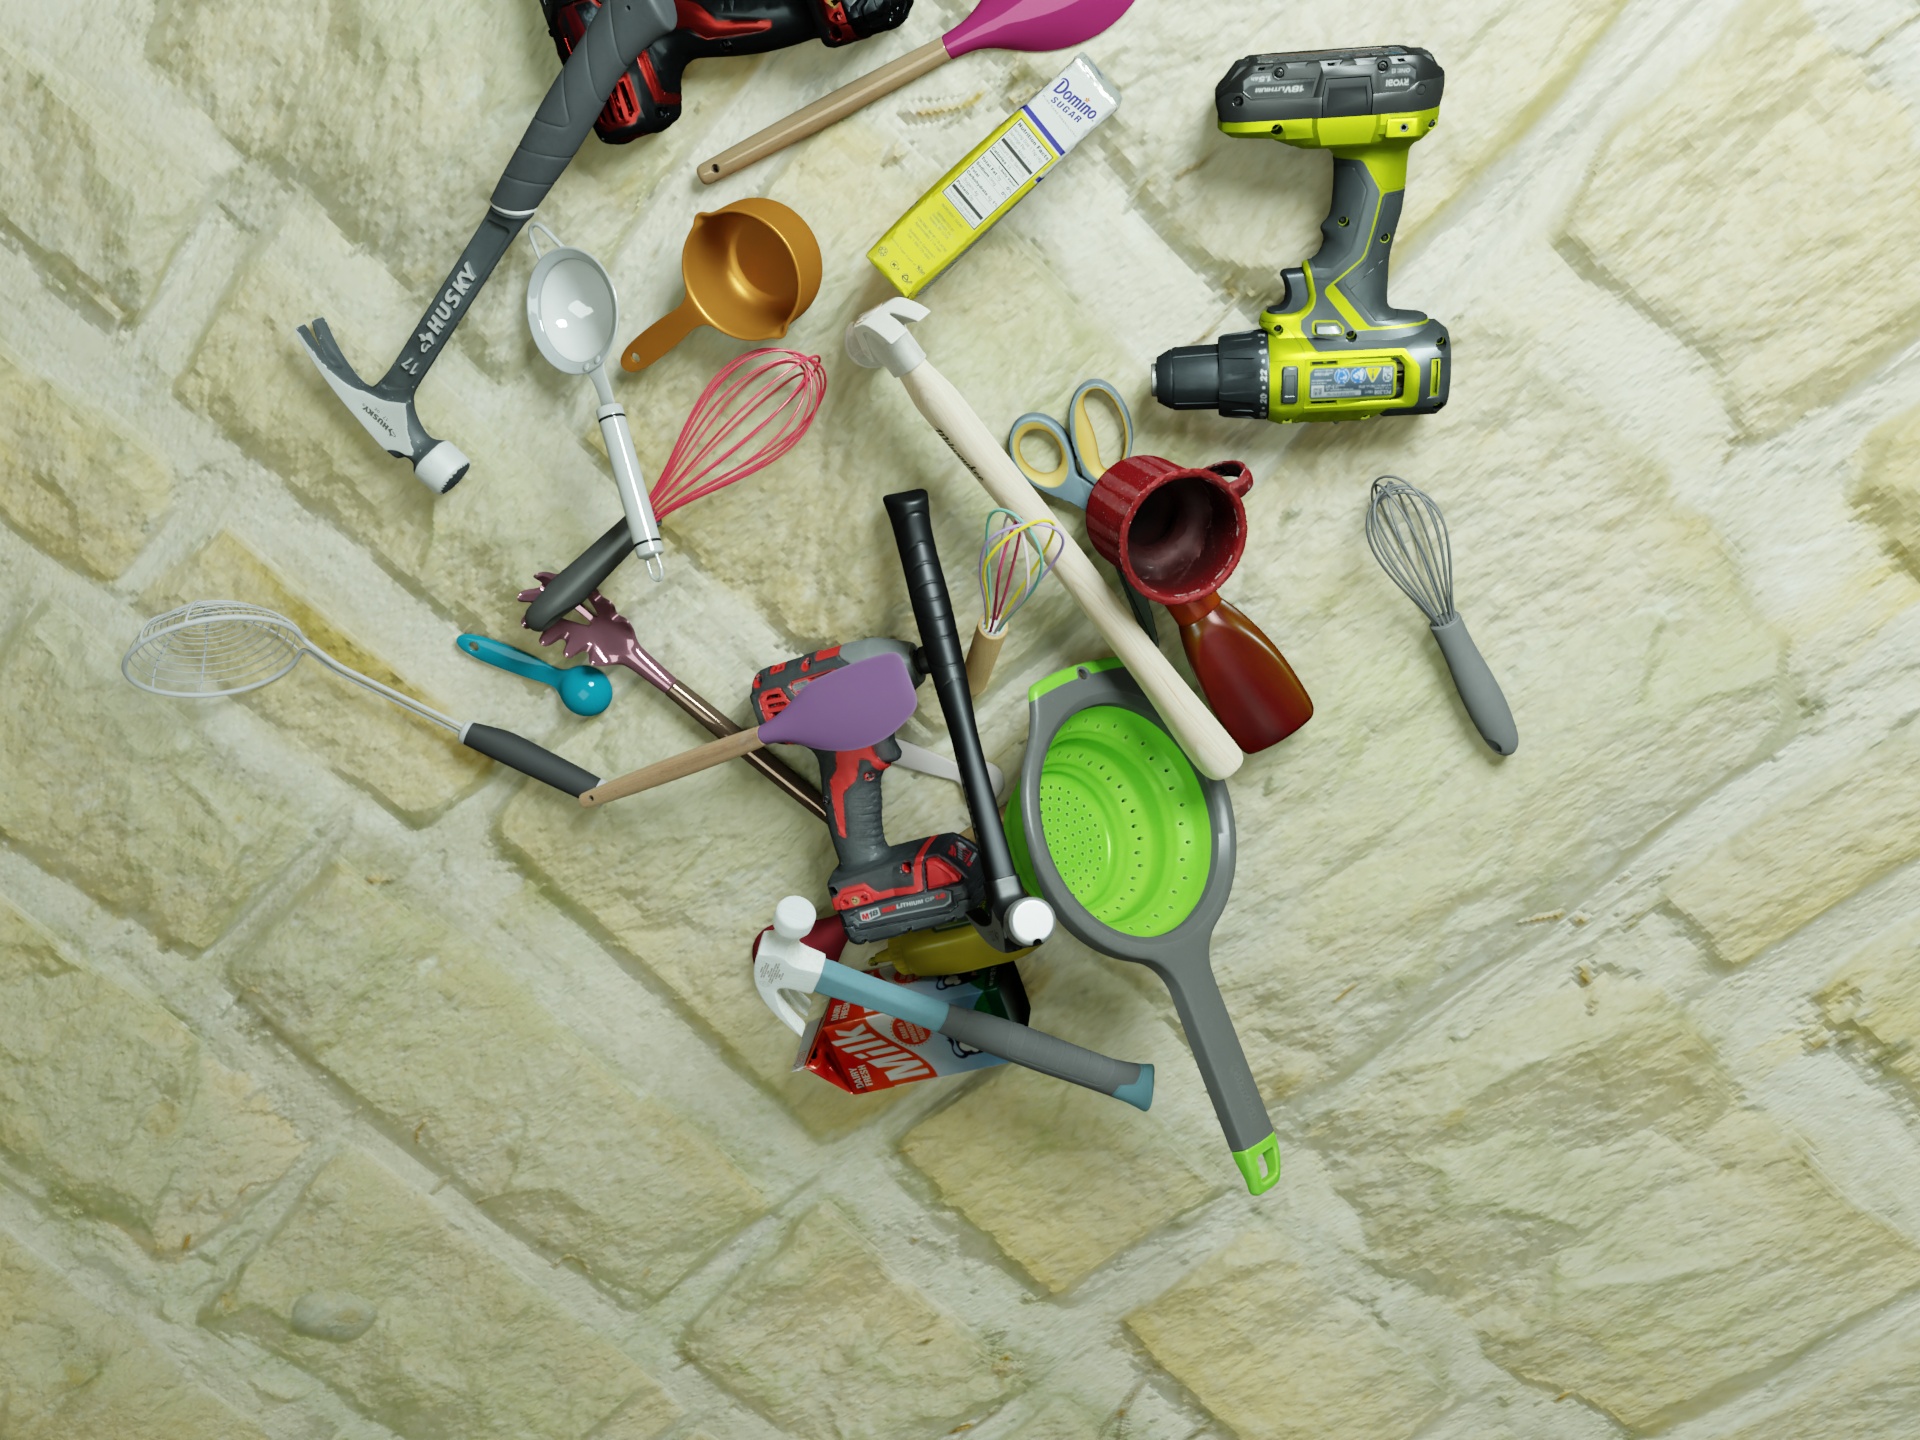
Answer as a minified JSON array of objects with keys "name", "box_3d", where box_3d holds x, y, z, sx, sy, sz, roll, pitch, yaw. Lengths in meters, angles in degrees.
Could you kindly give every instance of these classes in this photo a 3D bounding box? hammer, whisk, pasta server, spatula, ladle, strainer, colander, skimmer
[{"name":"hammer","box_3d":[0.069,-0.114,1.086,0.038,0.146,0.410,-41,107,-3]},{"name":"whisk","box_3d":[0.344,-0.070,1.119,0.055,0.055,0.238,-25,113,18]},{"name":"pasta server","box_3d":[-0.203,-0.007,1.227,0.316,0.040,0.060,40,103,-12]},{"name":"spatula","box_3d":[-0.165,0.020,1.182,0.316,0.018,0.060,-18,92,28]},{"name":"hammer","box_3d":[-0.002,-0.004,1.113,0.035,0.146,0.335,-13,83,-11]},{"name":"hammer","box_3d":[0.000,0.231,1.217,0.331,0.033,0.128,21,134,-8]},{"name":"ladle","box_3d":[-0.048,0.134,1.277,0.315,0.031,0.069,-35,105,19]},{"name":"strainer","box_3d":[-0.243,-0.218,1.096,0.087,0.050,0.258,-19,86,35]},{"name":"colander","box_3d":[0.128,0.156,1.166,0.094,0.204,0.397,-24,86,50]},{"name":"skimmer","box_3d":[-0.455,0.006,1.239,0.363,0.090,0.127,26,148,-7]},{"name":"whisk","box_3d":[0.022,-0.074,1.090,0.051,0.047,0.244,31,156,5]},{"name":"hammer","box_3d":[-0.308,-0.330,1.052,0.149,0.036,0.409,43,124,-7]},{"name":"whisk","box_3d":[-0.208,-0.160,1.128,0.296,0.073,0.073,-40,104,16]}]

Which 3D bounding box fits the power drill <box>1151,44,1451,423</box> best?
[{"name":"power drill","box_3d":[0.216,-0.300,1.014,0.190,0.080,0.228,-1,117,8]}]

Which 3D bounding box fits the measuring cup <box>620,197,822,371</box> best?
[{"name":"measuring cup","box_3d":[-0.167,-0.290,1.089,0.173,0.052,0.095,-25,108,36]}]

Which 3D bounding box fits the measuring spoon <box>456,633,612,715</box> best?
[{"name":"measuring spoon","box_3d":[-0.335,-0.036,1.239,0.128,0.021,0.042,22,115,-4]}]

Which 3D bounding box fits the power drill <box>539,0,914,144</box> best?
[{"name":"power drill","box_3d":[-0.161,-0.480,0.984,0.227,0.080,0.187,-12,113,17]}]

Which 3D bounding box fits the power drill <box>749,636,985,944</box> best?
[{"name":"power drill","box_3d":[-0.058,0.046,1.200,0.143,0.078,0.219,-16,101,16]}]

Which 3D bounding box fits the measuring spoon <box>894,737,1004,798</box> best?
[{"name":"measuring spoon","box_3d":[-0.026,0.036,1.232,0.124,0.018,0.034,19,116,0]}]

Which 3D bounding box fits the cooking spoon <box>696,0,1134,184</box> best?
[{"name":"cooking spoon","box_3d":[-0.032,-0.420,1.023,0.319,0.017,0.068,-21,109,16]}]
